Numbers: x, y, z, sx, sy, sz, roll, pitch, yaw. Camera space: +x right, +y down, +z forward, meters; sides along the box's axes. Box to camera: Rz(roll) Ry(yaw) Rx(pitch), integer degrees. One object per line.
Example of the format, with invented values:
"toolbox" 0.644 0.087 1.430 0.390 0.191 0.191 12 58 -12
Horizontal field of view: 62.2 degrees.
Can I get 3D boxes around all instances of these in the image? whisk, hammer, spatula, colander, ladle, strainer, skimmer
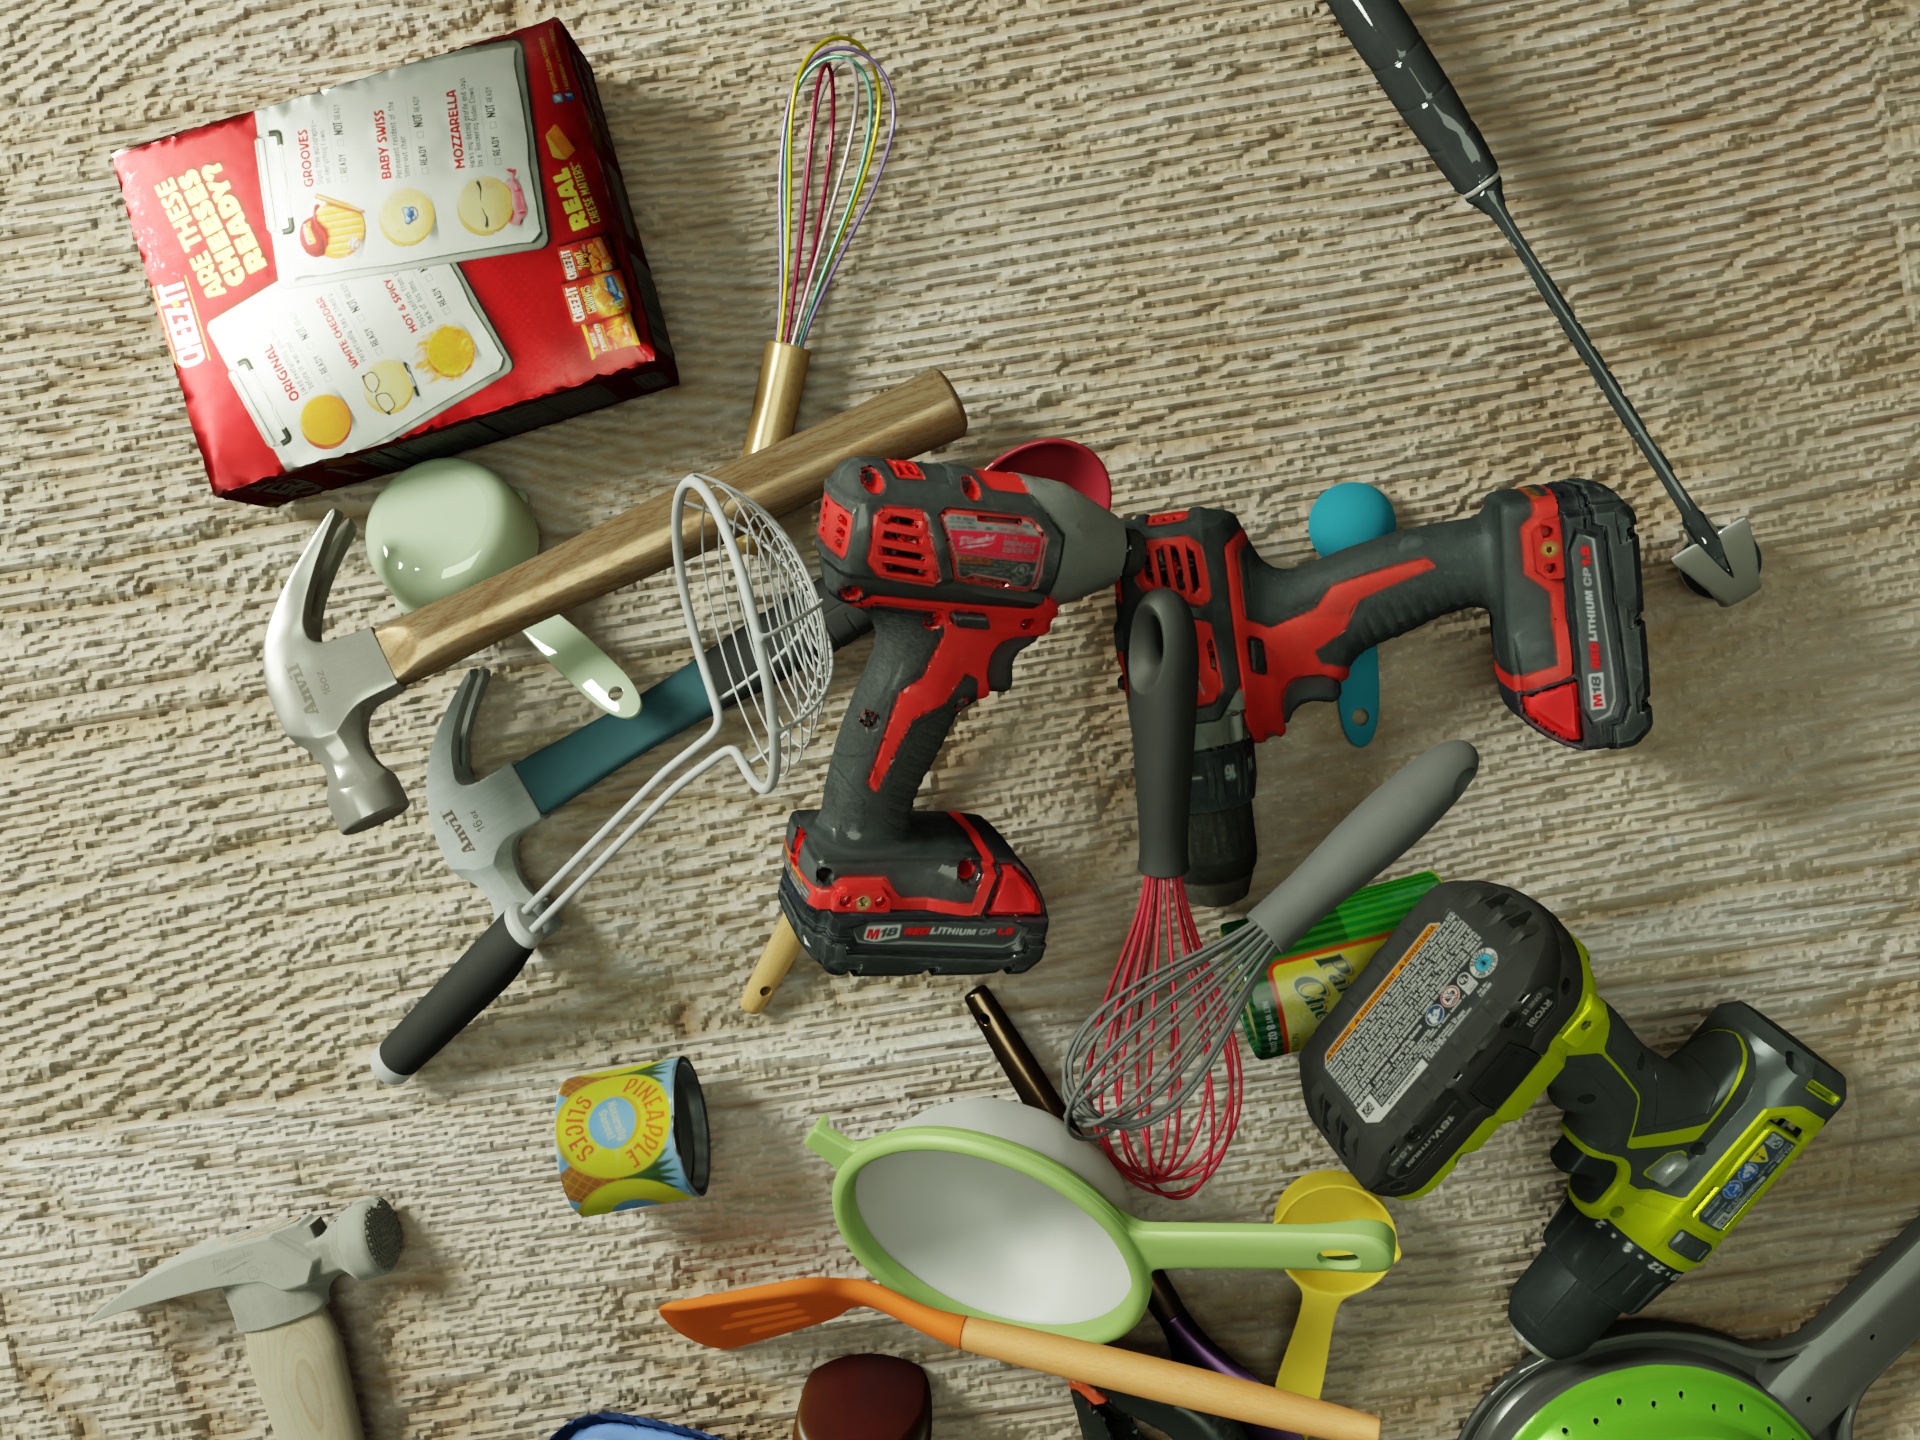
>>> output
"whisk" 0.093 0.085 0.720 0.073 0.073 0.295 -2 106 1
"hammer" -0.107 -0.024 0.763 0.331 0.033 0.128 -30 92 1
"hammer" -0.294 0.447 0.777 0.146 0.038 0.410 -16 91 3
"spatula" 0.023 0.292 0.719 0.322 0.080 0.041 7 58 17
"colander" 0.393 0.337 0.733 0.204 0.094 0.397 45 92 0
"ladle" -0.026 0.007 0.748 0.069 0.031 0.315 25 102 -25
"strainer" 0.067 0.212 0.711 0.256 0.069 0.151 -8 123 27
"skimmer" -0.177 0.049 0.682 0.363 0.090 0.127 -43 55 24
"whisk" -0.080 -0.200 0.754 0.051 0.047 0.245 14 96 15
"whisk" 0.132 0.092 0.676 0.239 0.055 0.055 -42 91 -3
"hammer" -0.150 -0.080 0.716 0.331 0.031 0.130 -27 86 -9
"spatula" 0.087 0.267 0.773 0.060 0.018 0.316 -31 90 22
"hammer" 0.241 -0.228 0.717 0.036 0.149 0.409 -33 83 24

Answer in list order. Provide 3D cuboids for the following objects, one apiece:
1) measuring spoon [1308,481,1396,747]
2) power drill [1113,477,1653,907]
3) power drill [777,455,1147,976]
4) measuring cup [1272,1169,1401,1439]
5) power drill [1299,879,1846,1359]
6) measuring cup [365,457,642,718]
"measuring spoon" 0.191 -0.051 0.762 0.042 0.021 0.128 -3 92 1
"power drill" 0.187 -0.014 0.728 0.226 0.080 0.188 -7 100 11
"power drill" -0.001 -0.002 0.698 0.143 0.079 0.219 2 110 -22
"measuring cup" 0.170 0.291 0.775 0.062 0.029 0.156 11 103 4
"power drill" 0.264 0.185 0.709 0.228 0.080 0.190 30 102 -26
"measuring cup" -0.209 -0.060 0.735 0.168 0.038 0.083 40 79 18
